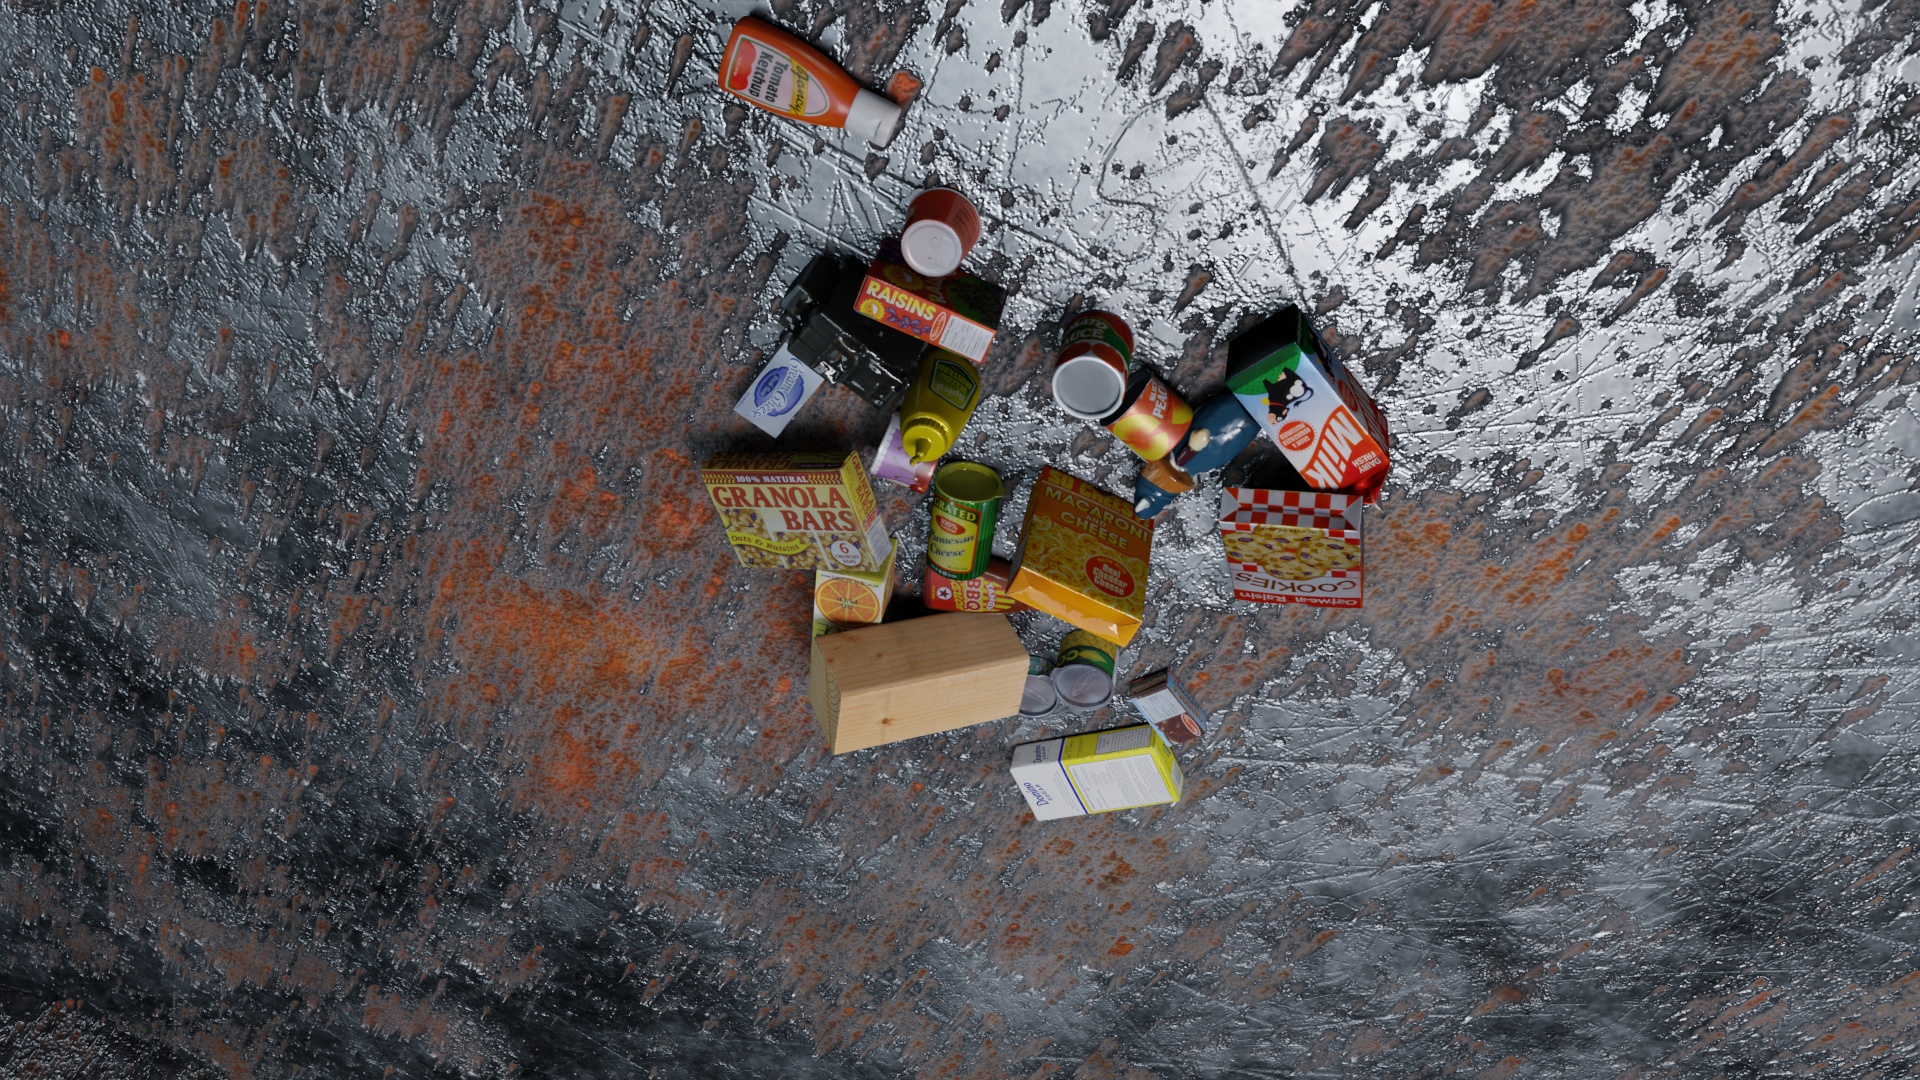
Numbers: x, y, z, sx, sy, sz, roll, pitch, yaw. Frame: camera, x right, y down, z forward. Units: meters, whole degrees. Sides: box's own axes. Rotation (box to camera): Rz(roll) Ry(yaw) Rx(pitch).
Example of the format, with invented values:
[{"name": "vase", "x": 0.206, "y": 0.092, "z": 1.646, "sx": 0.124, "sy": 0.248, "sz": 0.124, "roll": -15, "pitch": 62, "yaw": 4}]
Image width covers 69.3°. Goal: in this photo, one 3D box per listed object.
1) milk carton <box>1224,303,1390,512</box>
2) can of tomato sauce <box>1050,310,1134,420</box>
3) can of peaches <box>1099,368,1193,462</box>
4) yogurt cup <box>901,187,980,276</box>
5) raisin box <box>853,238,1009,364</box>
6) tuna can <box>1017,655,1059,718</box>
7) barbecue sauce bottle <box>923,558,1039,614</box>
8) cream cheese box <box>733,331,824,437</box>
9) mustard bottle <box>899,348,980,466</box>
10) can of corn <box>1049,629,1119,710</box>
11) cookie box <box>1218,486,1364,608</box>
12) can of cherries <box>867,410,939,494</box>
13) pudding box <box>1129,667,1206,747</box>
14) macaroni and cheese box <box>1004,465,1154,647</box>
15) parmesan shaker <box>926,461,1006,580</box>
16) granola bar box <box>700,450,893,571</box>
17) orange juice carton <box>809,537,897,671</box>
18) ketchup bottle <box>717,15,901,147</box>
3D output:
[{"name": "milk carton", "x": 0.321, "y": -0.108, "z": 1.233, "sx": 0.073, "sy": 0.073, "sz": 0.190, "roll": -31, "pitch": 115, "yaw": 32}, {"name": "can of tomato sauce", "x": 0.117, "y": -0.158, "z": 1.237, "sx": 0.071, "sy": 0.083, "sz": 0.070, "roll": 6, "pitch": 128, "yaw": 8}, {"name": "can of peaches", "x": 0.171, "y": -0.114, "z": 1.267, "sx": 0.058, "sy": 0.071, "sz": 0.071, "roll": 38, "pitch": 126, "yaw": -16}, {"name": "yogurt cup", "x": -0.020, "y": -0.265, "z": 1.206, "sx": 0.072, "sy": 0.054, "sz": 0.072, "roll": 6, "pitch": 129, "yaw": 8}, {"name": "raisin box", "x": -0.025, "y": -0.212, "z": 1.227, "sx": 0.123, "sy": 0.086, "sz": 0.039, "roll": 23, "pitch": 126, "yaw": -6}, {"name": "tuna can", "x": 0.080, "y": 0.159, "z": 1.521, "sx": 0.071, "sy": 0.033, "sz": 0.070, "roll": 7, "pitch": 128, "yaw": 9}, {"name": "barbecue sauce bottle", "x": 0.038, "y": 0.049, "z": 1.439, "sx": 0.148, "sy": 0.044, "sz": 0.064, "roll": 7, "pitch": 125, "yaw": 8}, {"name": "cream cheese box", "x": -0.172, "y": -0.151, "z": 1.350, "sx": 0.053, "sy": 0.024, "sz": 0.103, "roll": 34, "pitch": 127, "yaw": -15}, {"name": "mustard bottle", "x": -0.023, "y": -0.113, "z": 1.255, "sx": 0.065, "sy": 0.161, "sz": 0.048, "roll": 31, "pitch": 126, "yaw": -12}, {"name": "can of corn", "x": 0.131, "y": 0.136, "z": 1.474, "sx": 0.071, "sy": 0.058, "sz": 0.070, "roll": 7, "pitch": 128, "yaw": 9}, {"name": "cookie box", "x": 0.312, "y": 0.010, "z": 1.296, "sx": 0.123, "sy": 0.040, "sz": 0.167, "roll": 4, "pitch": 154, "yaw": 19}, {"name": "can of cherries", "x": -0.051, "y": -0.083, "z": 1.345, "sx": 0.058, "sy": 0.072, "sz": 0.071, "roll": 22, "pitch": 129, "yaw": -5}, {"name": "pudding box", "x": 0.225, "y": 0.182, "z": 1.505, "sx": 0.049, "sy": 0.030, "sz": 0.083, "roll": -26, "pitch": 117, "yaw": 28}, {"name": "macaroni and cheese box", "x": 0.117, "y": 0.011, "z": 1.312, "sx": 0.124, "sy": 0.167, "sz": 0.040, "roll": 24, "pitch": 128, "yaw": -6}, {"name": "parmesan shaker", "x": 0.005, "y": -0.017, "z": 1.381, "sx": 0.071, "sy": 0.072, "sz": 0.102, "roll": 11, "pitch": 129, "yaw": 5}, {"name": "granola bar box", "x": -0.163, "y": -0.029, "z": 1.378, "sx": 0.165, "sy": 0.039, "sz": 0.123, "roll": 1, "pitch": 128, "yaw": 27}, {"name": "orange juice carton", "x": -0.116, "y": 0.086, "z": 1.486, "sx": 0.072, "sy": 0.073, "sz": 0.191, "roll": 11, "pitch": 129, "yaw": 3}, {"name": "ketchup bottle", "x": -0.123, "y": -0.376, "z": 1.154, "sx": 0.149, "sy": 0.044, "sz": 0.064, "roll": 24, "pitch": 128, "yaw": -6}]
